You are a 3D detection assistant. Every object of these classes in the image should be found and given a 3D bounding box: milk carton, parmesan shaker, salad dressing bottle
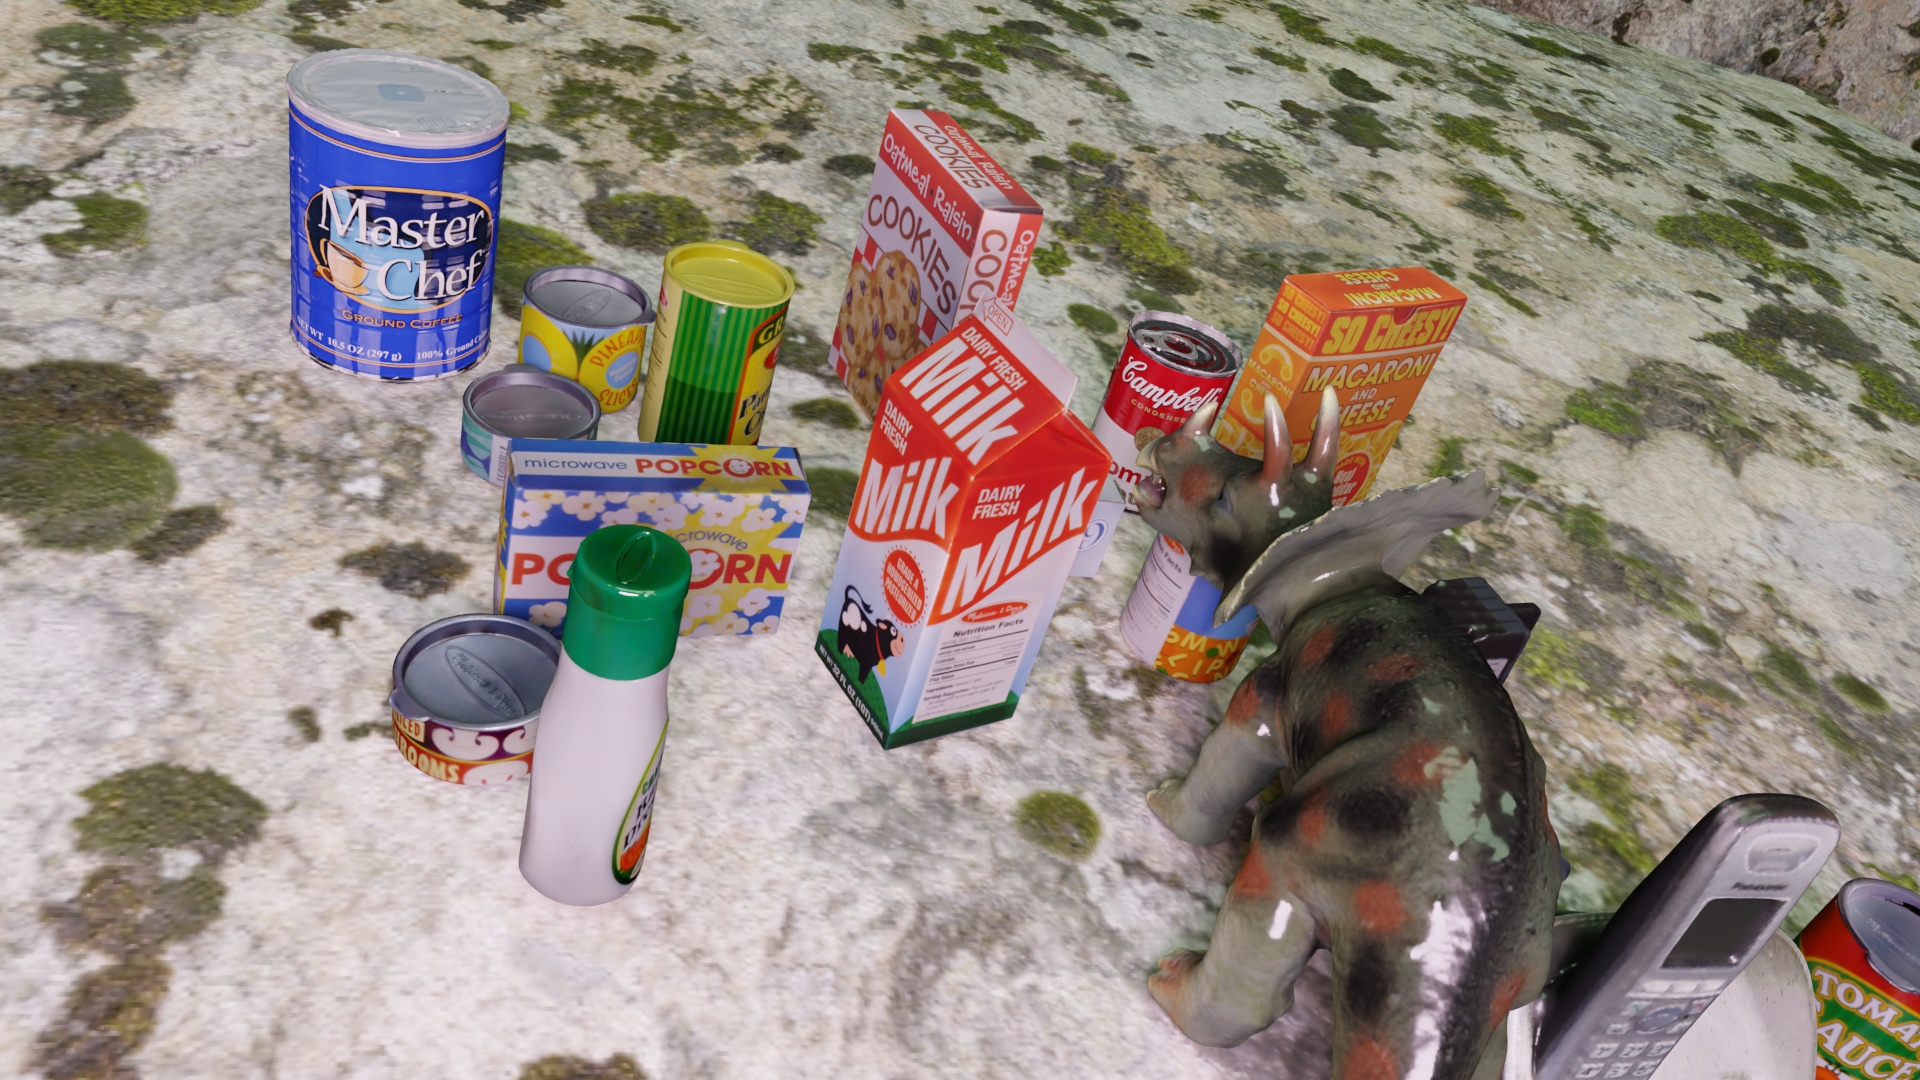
[{"bbox_3d":[0.002,-0.007,0.592,0.074,0.189,0.072,-9,43,-34],"label":"milk carton"},{"bbox_3d":[-0.130,-0.097,0.731,0.071,0.102,0.072,12,35,-9],"label":"parmesan shaker"},{"bbox_3d":[-0.122,0.062,0.477,0.044,0.146,0.064,16,35,-4],"label":"salad dressing bottle"}]

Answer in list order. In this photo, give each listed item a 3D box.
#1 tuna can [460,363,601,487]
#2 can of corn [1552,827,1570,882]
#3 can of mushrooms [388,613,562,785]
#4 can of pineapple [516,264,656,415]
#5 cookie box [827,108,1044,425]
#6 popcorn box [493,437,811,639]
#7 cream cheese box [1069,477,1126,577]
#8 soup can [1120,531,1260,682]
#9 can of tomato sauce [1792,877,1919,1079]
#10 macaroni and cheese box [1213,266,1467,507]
[{"bbox_3d":[-0.217,-0.057,0.698,0.071,0.032,0.071,12,35,-9],"label":"tuna can"},{"bbox_3d":[0.216,0.141,0.602,0.071,0.058,0.071,12,35,-9],"label":"can of corn"},{"bbox_3d":[-0.190,0.063,0.545,0.071,0.033,0.071,12,35,-9],"label":"can of mushrooms"},{"bbox_3d":[-0.203,-0.107,0.751,0.071,0.057,0.071,12,35,-9],"label":"can of pineapple"},{"bbox_3d":[-0.018,-0.141,0.787,0.040,0.166,0.123,-5,41,-30],"label":"cookie box"},{"bbox_3d":[-0.137,0.000,0.610,0.127,0.084,0.038,0,38,-24],"label":"popcorn box"},{"bbox_3d":[0.030,-0.010,0.728,0.104,0.053,0.024,3,37,-21],"label":"cream cheese box"},{"bbox_3d":[0.127,0.021,0.705,0.071,0.083,0.072,12,35,-9],"label":"soup can"},{"bbox_3d":[0.375,0.195,0.580,0.071,0.082,0.071,12,35,-9],"label":"can of tomato sauce"},{"bbox_3d":[0.206,-0.072,0.796,0.124,0.165,0.040,-11,44,-36],"label":"macaroni and cheese box"}]
